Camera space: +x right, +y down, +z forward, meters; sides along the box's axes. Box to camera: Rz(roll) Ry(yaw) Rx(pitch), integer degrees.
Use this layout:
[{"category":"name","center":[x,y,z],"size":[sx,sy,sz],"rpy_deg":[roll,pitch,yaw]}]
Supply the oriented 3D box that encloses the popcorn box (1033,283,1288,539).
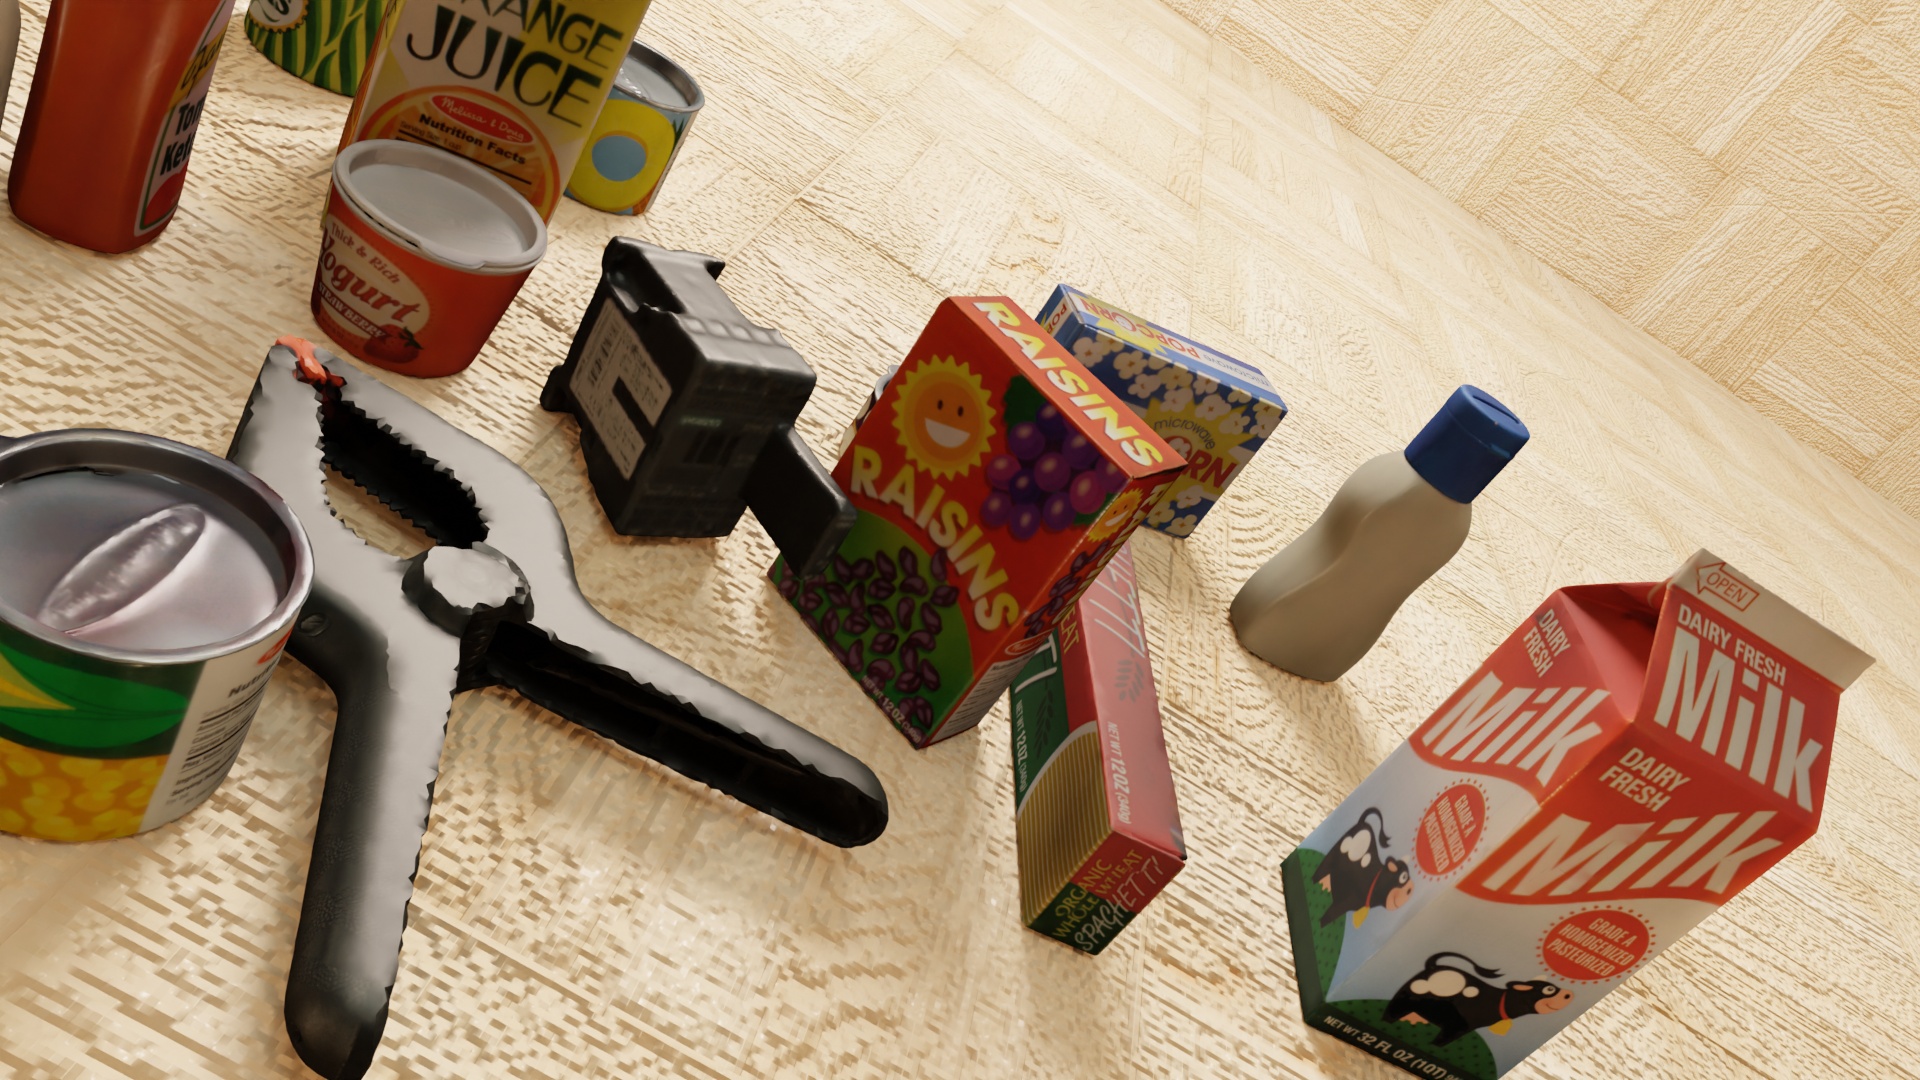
[{"category":"popcorn box","center":[0.077,-0.057,0.644],"size":[0.127,0.085,0.038],"rpy_deg":[17,34,-30]}]

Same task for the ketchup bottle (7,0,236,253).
[{"category":"ketchup bottle","center":[-0.235,-0.159,0.401],"size":[0.043,0.148,0.065],"rpy_deg":[21,32,-26]}]

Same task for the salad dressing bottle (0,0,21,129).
[{"category":"salad dressing bottle","center":[-0.266,-0.146,0.351],"size":[0.044,0.147,0.064],"rpy_deg":[29,29,-12]}]

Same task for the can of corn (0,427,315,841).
[{"category":"can of corn","center":[-0.180,0.018,0.289],"size":[0.071,0.058,0.071],"rpy_deg":[26,30,-16]}]

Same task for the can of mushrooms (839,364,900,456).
[{"category":"can of mushrooms","center":[-0.015,-0.038,0.573],"size":[0.071,0.033,0.071],"rpy_deg":[26,30,-16]}]

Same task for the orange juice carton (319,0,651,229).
[{"category":"orange juice carton","center":[-0.156,-0.191,0.486],"size":[0.073,0.191,0.072],"rpy_deg":[18,33,-29]}]

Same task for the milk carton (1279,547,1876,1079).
[{"category":"milk carton","center":[0.191,0.086,0.443],"size":[0.072,0.189,0.074],"rpy_deg":[29,29,-12]}]

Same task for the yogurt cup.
[{"category":"yogurt cup","center":[-0.178,-0.091,0.458],"size":[0.072,0.053,0.073],"rpy_deg":[26,30,-16]}]

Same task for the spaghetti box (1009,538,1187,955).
[{"category":"spaghetti box","center":[0.041,0.034,0.508],"size":[0.028,0.050,0.251],"rpy_deg":[26,30,-17]}]

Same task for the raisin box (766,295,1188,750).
[{"category":"raisin box","center":[0.002,-0.006,0.450],"size":[0.086,0.123,0.040],"rpy_deg":[47,30,20]}]

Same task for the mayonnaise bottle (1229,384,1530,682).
[{"category":"mayonnaise bottle","center":[0.186,-0.002,0.613],"size":[0.065,0.147,0.041],"rpy_deg":[22,31,-23]}]

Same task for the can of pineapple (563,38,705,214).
[{"category":"can of pineapple","center":[-0.158,-0.188,0.619],"size":[0.071,0.057,0.071],"rpy_deg":[26,30,-16]}]

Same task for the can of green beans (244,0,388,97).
[{"category":"can of green beans","center":[-0.253,-0.225,0.573],"size":[0.071,0.057,0.071],"rpy_deg":[26,30,-16]}]
